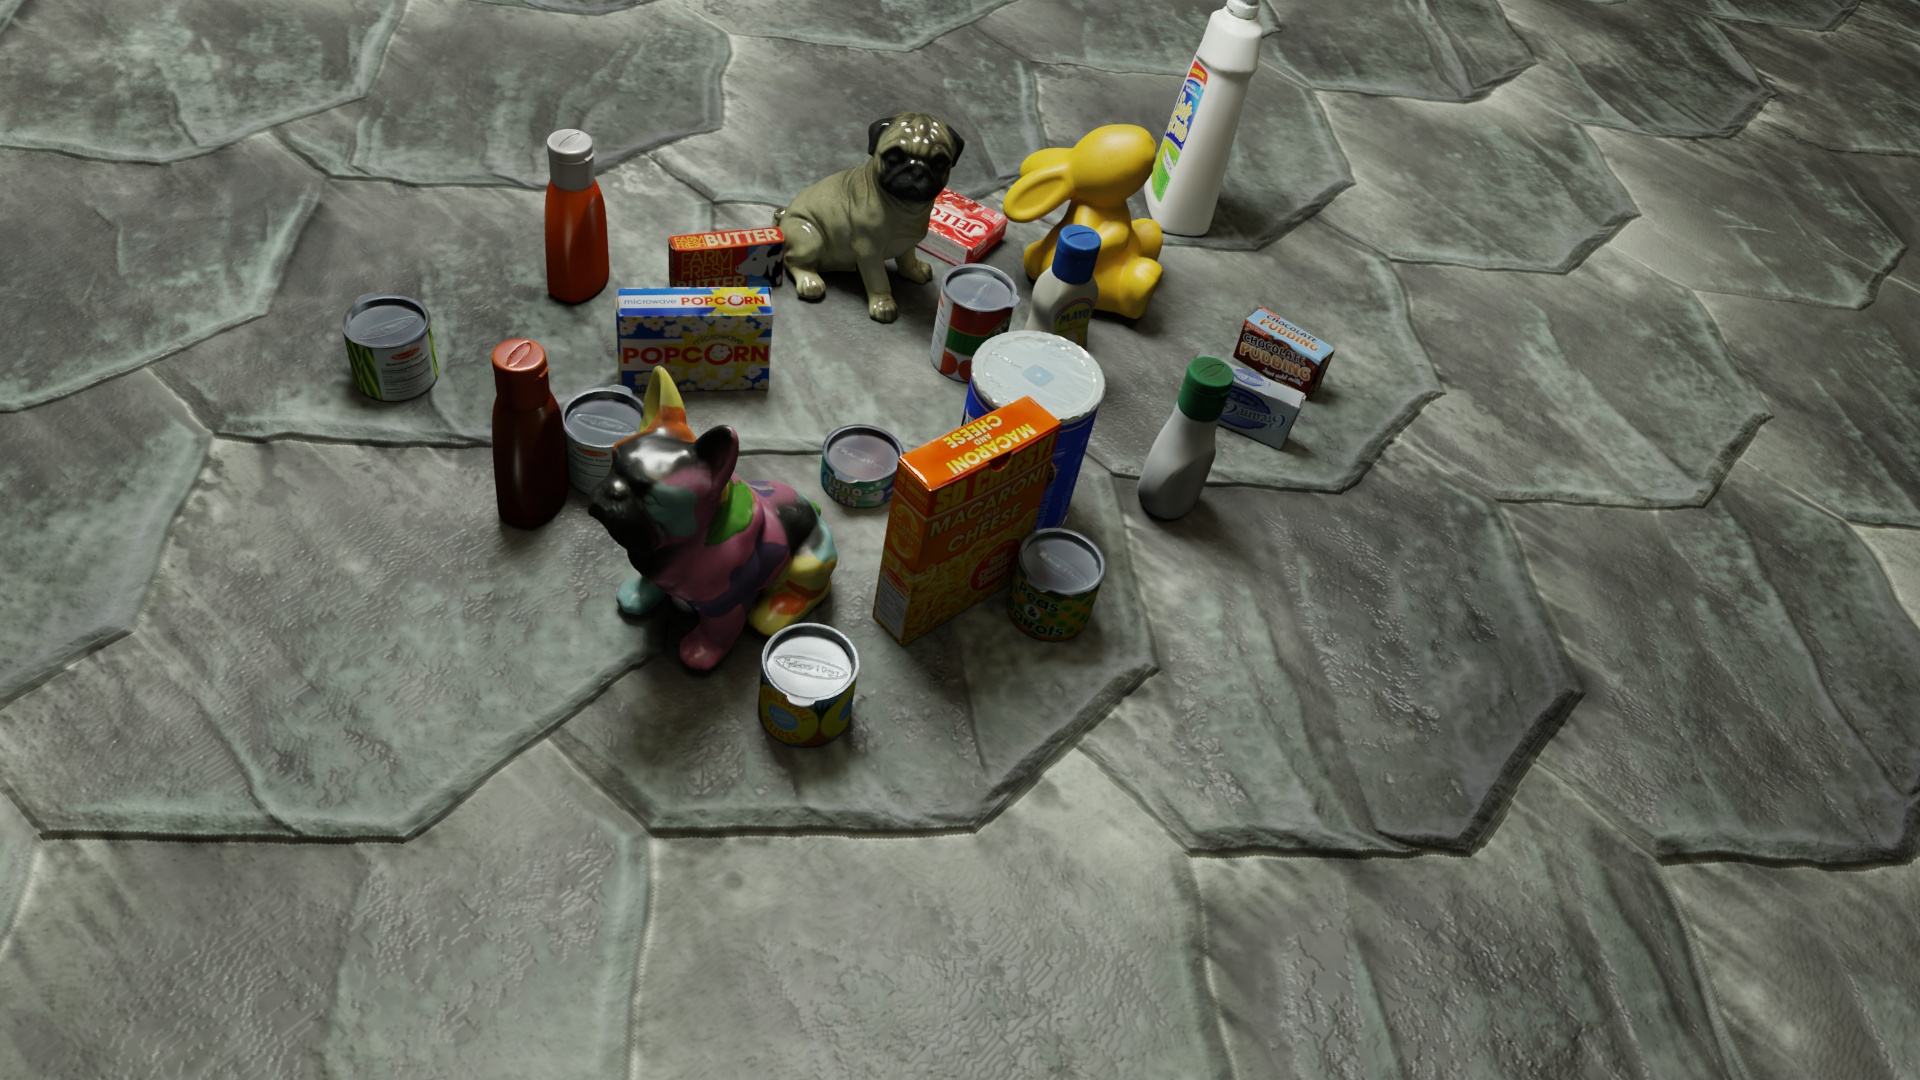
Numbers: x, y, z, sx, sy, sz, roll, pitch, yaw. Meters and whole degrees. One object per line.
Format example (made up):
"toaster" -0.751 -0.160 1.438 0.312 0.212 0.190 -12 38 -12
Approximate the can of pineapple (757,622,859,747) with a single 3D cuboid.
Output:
"can of pineapple" -0.106 0.100 0.952 0.071 0.057 0.071 6 47 -6

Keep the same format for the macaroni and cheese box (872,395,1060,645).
"macaroni and cheese box" 0.004 -0.013 1.005 0.124 0.165 0.040 -29 59 -32

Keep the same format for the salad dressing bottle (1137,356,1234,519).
"salad dressing bottle" 0.183 -0.082 1.119 0.064 0.146 0.044 -26 57 -31

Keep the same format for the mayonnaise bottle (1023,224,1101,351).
"mayonnaise bottle" 0.090 -0.205 1.215 0.065 0.147 0.041 -18 54 -26

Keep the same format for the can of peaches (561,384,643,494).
"can of peaches" -0.275 -0.077 1.082 0.071 0.057 0.071 6 47 -6

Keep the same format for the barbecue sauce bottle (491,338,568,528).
"barbecue sauce bottle" -0.316 -0.079 1.013 0.044 0.147 0.065 18 47 6

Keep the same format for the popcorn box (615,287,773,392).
"popcorn box" -0.222 -0.168 1.158 0.127 0.084 0.038 -3 48 -14

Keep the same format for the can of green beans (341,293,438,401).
"can of green beans" -0.457 -0.154 1.116 0.071 0.057 0.071 6 47 -6

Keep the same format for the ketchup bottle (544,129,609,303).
"ketchup bottle" -0.332 -0.280 1.196 0.043 0.148 0.065 22 47 9

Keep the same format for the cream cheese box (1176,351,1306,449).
"cream cheese box" 0.249 -0.125 1.238 0.104 0.053 0.024 24 47 11

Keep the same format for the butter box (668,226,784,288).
"butter box" -0.213 -0.254 1.263 0.104 0.052 0.024 -9 50 -20

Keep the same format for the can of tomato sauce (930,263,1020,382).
"can of tomato sauce" 0.013 -0.191 1.231 0.071 0.082 0.071 6 47 -6

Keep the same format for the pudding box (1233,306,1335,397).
"pudding box" 0.302 -0.176 1.300 0.084 0.049 0.030 36 51 21

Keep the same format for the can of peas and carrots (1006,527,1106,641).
"can of peas and carrots" 0.070 0.035 1.048 0.071 0.058 0.071 6 47 -6

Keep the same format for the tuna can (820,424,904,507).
"tuna can" -0.081 -0.059 1.122 0.071 0.032 0.071 6 47 -6
